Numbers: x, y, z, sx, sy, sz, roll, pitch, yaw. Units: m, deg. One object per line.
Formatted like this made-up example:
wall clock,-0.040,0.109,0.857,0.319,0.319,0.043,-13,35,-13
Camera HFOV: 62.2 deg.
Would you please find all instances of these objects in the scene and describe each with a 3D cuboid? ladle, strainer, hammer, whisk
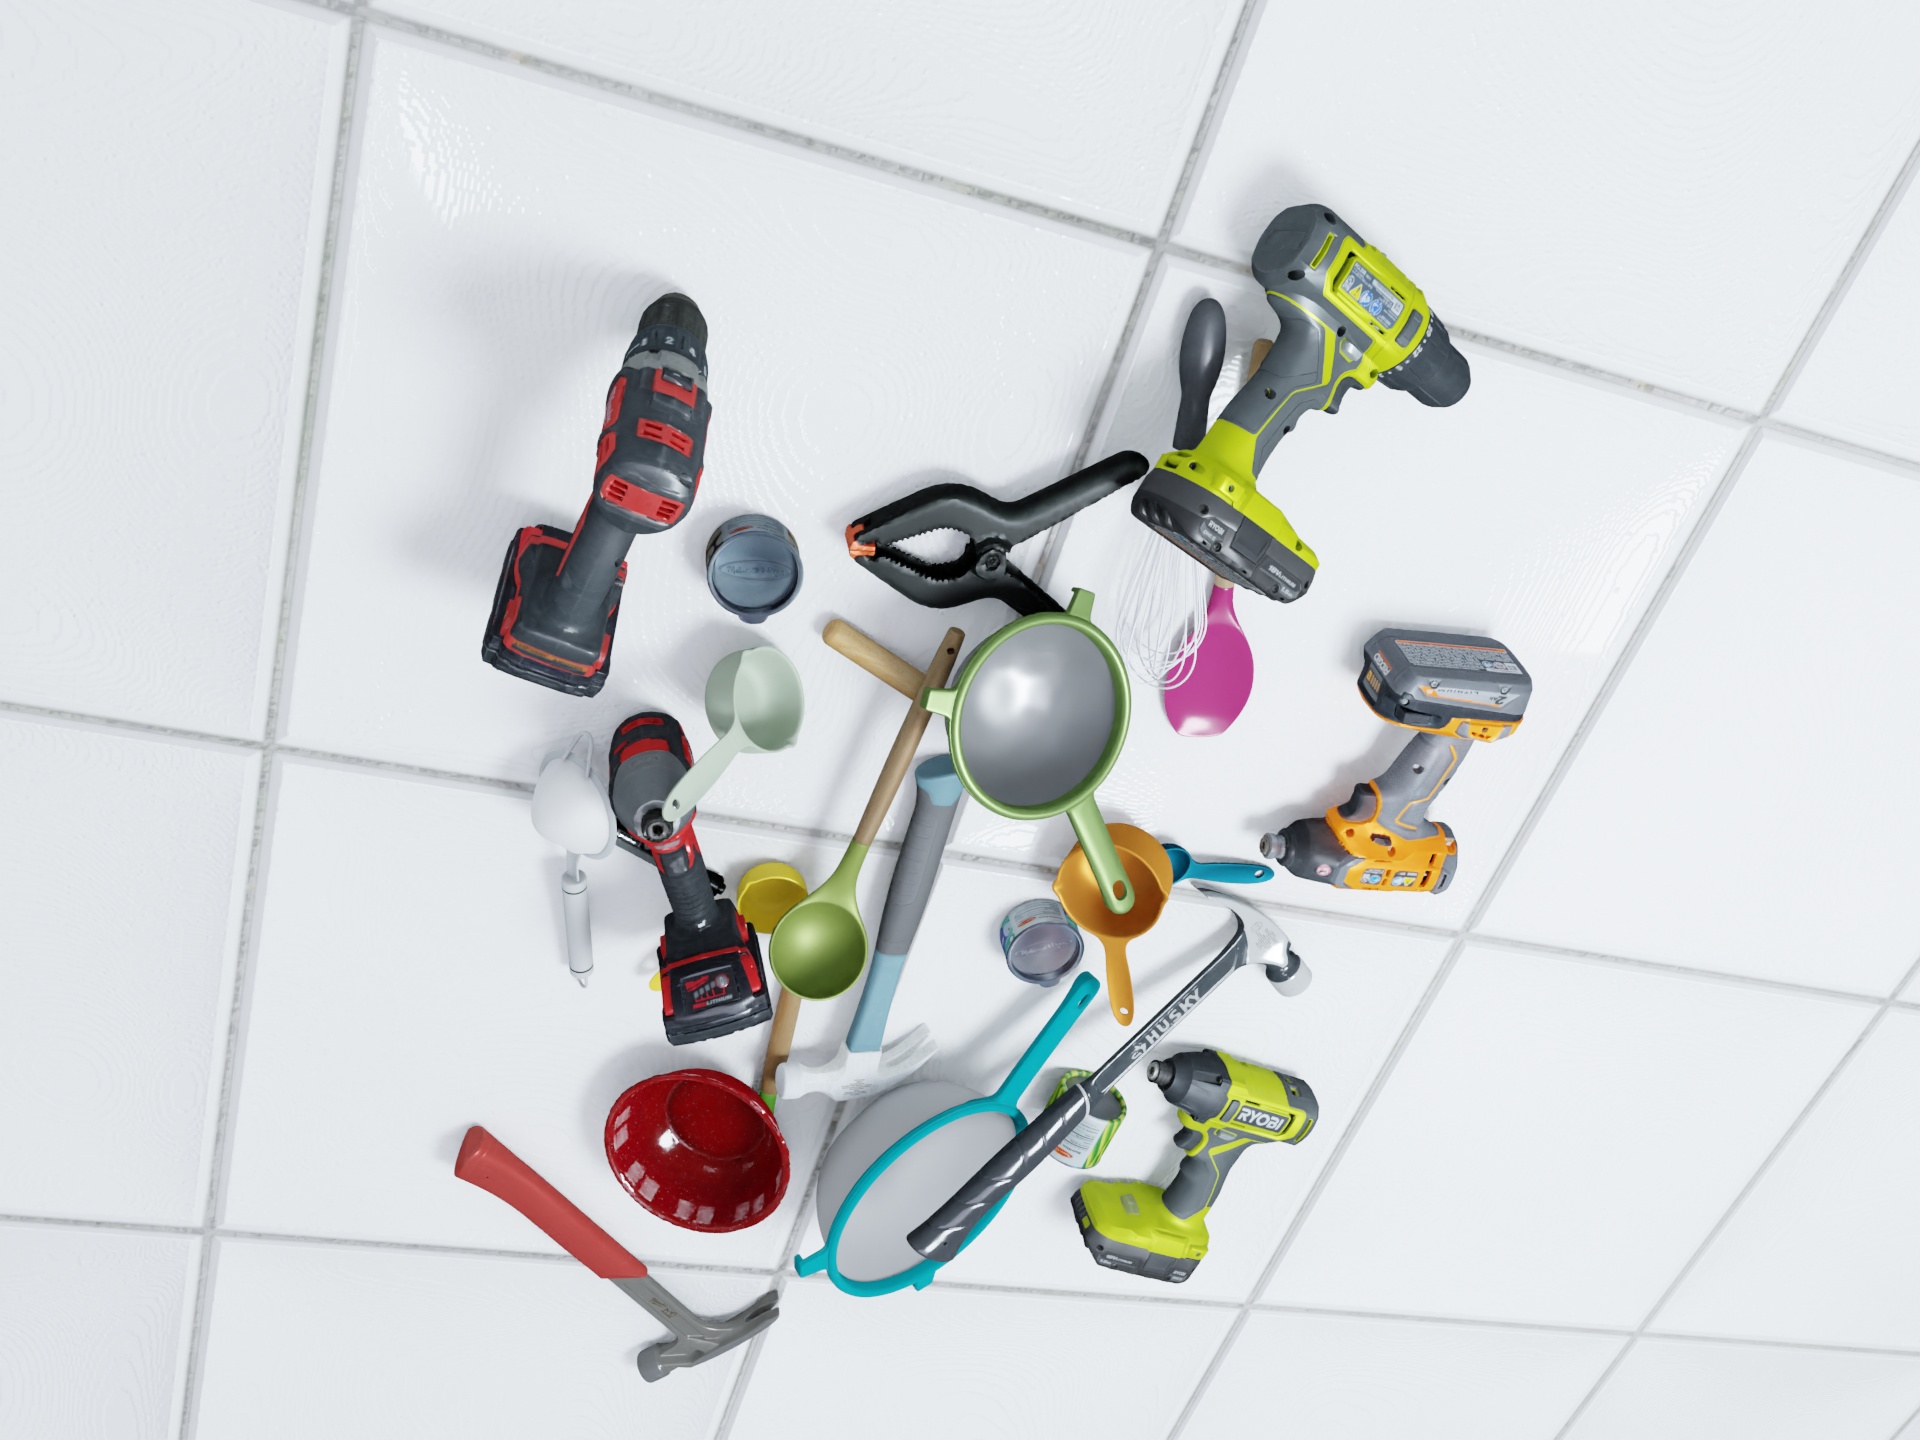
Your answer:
ladle,-0.062,0.074,1.176,0.078,0.062,0.320,18,116,-15
strainer,-0.011,0.334,1.367,0.340,0.095,0.210,-54,141,3
hammer,0.114,0.304,1.340,0.409,0.036,0.149,-42,118,-5
whisk,0.155,-0.152,1.115,0.070,0.070,0.284,0,117,-12
strainer,-0.290,0.117,1.190,0.050,0.087,0.258,-34,145,-38
whisk,-0.003,-0.002,1.185,0.244,0.051,0.047,33,116,-24
hammer,-0.053,0.173,1.281,0.128,0.033,0.330,4,119,-26
strainer,0.064,0.034,1.165,0.151,0.069,0.256,-35,119,-18
hammer,-0.315,0.471,1.420,0.149,0.037,0.358,-30,123,8

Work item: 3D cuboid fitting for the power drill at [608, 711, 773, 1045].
power drill,-0.200,0.115,1.141,0.078,0.143,0.219,-15,115,-7

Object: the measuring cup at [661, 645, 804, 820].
measuring cup,-0.168,0.014,1.100,0.038,0.168,0.083,-4,125,36

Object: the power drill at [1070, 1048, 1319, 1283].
power drill,0.203,0.403,1.462,0.171,0.080,0.223,21,112,-23

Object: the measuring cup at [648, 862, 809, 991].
measuring cup,-0.187,0.165,1.262,0.156,0.029,0.062,-35,122,14

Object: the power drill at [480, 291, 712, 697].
power drill,-0.218,-0.144,0.996,0.080,0.188,0.226,20,134,-22

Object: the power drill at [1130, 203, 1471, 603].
power drill,0.234,-0.199,1.063,0.190,0.080,0.228,29,93,-33

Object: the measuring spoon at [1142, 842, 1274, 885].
measuring spoon,0.205,0.120,1.322,0.128,0.021,0.042,7,122,-26

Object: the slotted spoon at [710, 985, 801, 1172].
slotted spoon,-0.159,0.293,1.347,0.070,0.031,0.313,9,118,-12

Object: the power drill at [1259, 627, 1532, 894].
power drill,0.339,0.042,1.261,0.164,0.084,0.226,4,124,-13

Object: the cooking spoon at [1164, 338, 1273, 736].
cooking spoon,0.197,-0.123,1.163,0.068,0.017,0.318,0,122,-6

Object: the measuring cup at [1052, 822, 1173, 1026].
measuring cup,0.131,0.163,1.286,0.095,0.052,0.173,2,116,22
